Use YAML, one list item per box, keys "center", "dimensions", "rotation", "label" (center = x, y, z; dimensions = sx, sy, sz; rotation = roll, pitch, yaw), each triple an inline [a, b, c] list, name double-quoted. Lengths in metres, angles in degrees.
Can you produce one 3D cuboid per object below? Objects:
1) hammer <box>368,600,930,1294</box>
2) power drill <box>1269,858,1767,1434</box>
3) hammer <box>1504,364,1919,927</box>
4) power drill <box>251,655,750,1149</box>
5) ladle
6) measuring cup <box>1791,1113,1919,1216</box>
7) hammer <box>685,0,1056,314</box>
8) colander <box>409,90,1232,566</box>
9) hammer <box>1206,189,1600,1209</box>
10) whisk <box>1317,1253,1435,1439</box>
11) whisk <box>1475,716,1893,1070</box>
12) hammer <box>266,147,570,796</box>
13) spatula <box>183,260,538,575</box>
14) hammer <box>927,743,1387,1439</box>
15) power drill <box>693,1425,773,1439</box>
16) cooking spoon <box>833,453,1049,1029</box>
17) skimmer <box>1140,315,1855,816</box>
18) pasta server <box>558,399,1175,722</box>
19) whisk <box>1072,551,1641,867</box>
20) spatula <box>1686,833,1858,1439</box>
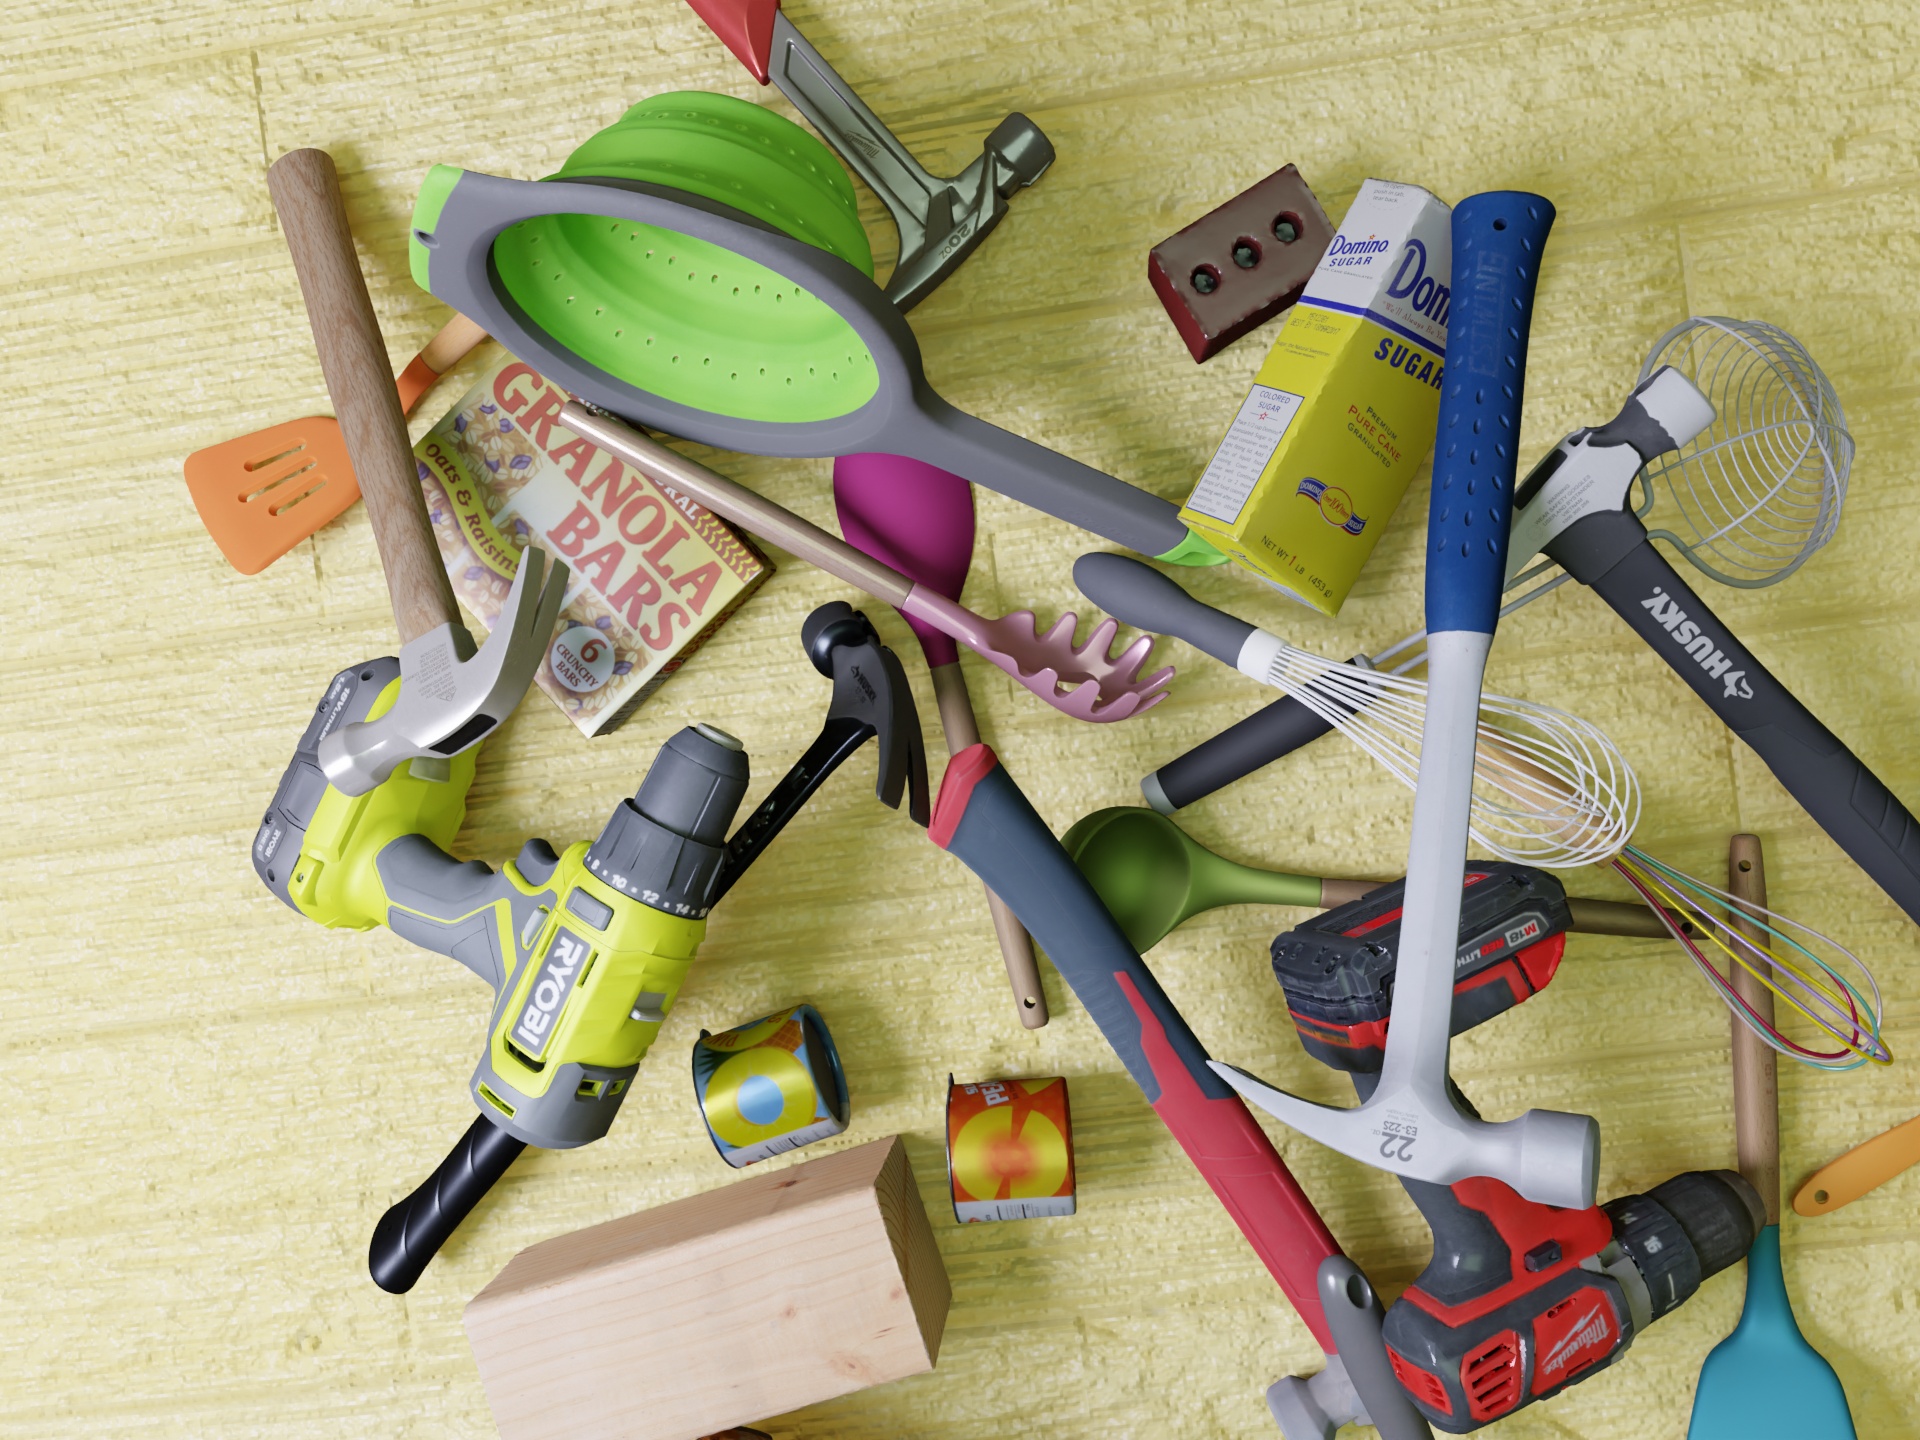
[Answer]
- center: [-0.158, 0.129, 0.769]
  dimensions: [0.036, 0.149, 0.409]
  rotation: [33, 103, -35]
  label: "hammer"
- center: [0.251, 0.177, 0.704]
  dimensions: [0.188, 0.080, 0.226]
  rotation: [-21, 94, -15]
  label: "power drill"
- center: [0.362, 0.009, 0.710]
  dimensions: [0.334, 0.035, 0.146]
  rotation: [42, 109, -12]
  label: "hammer"
- center: [-0.208, 0.059, 0.735]
  dimensions: [0.229, 0.080, 0.190]
  rotation: [27, 92, 29]
  label: "power drill"
- center: [0.199, 0.088, 0.757]
  dimensions: [0.320, 0.062, 0.078]
  rotation: [5, 102, 2]
  label: "ladle"
- center: [0.472, 0.190, 0.734]
  dimensions: [0.173, 0.052, 0.095]
  rotation: [-31, 89, 3]
  label: "measuring cup"
- center: [-0.125, -0.354, 0.782]
  dimensions: [0.149, 0.036, 0.359]
  rotation: [-42, 88, 5]
  label: "hammer"
- center: [-0.035, -0.176, 0.717]
  dimensions: [0.396, 0.204, 0.094]
  rotation: [20, 73, -19]
  label: "colander"
- center: [0.194, -0.024, 0.642]
  dimensions: [0.144, 0.035, 0.406]
  rotation: [3, 76, 27]
  label: "hammer"
- center: [0.213, 0.353, 0.737]
  dimensions: [0.055, 0.055, 0.239]
  rotation: [-22, 98, 5]
  label: "whisk"
- center: [0.324, 0.076, 0.740]
  dimensions: [0.245, 0.051, 0.047]
  rotation: [41, 55, 15]
  label: "whisk"
- center: [-0.274, -0.137, 0.751]
  dimensions: [0.130, 0.031, 0.331]
  rotation: [-26, 70, 12]
  label: "hammer"
- center: [-0.250, -0.194, 0.784]
  dimensions: [0.322, 0.041, 0.081]
  rotation: [-38, 72, 12]
  label: "spatula"
- center: [0.119, 0.164, 0.733]
  dimensions: [0.143, 0.038, 0.386]
  rotation: [-34, 102, 4]
  label: "hammer"
- center: [-0.024, 0.375, 0.713]
  dimensions: [0.226, 0.185, 0.084]
  rotation: [16, 69, -3]
  label: "power drill"
- center: [-0.001, -0.003, 0.789]
  dimensions: [0.069, 0.017, 0.319]
  rotation: [-15, 89, 6]
  label: "cooking spoon"
- center: [0.248, -0.059, 0.760]
  dimensions: [0.363, 0.090, 0.127]
  rotation: [-31, 99, 15]
  label: "skimmer"
- center: [-0.046, -0.078, 0.759]
  dimensions: [0.316, 0.060, 0.040]
  rotation: [28, 126, -3]
  label: "pasta server"
- center: [0.163, -0.014, 0.713]
  dimensions: [0.285, 0.070, 0.070]
  rotation: [29, 94, 30]
  label: "whisk"
- center: [0.377, 0.213, 0.749]
  dimensions: [0.082, 0.044, 0.317]
  rotation: [-3, 89, 31]
  label: "spatula"
